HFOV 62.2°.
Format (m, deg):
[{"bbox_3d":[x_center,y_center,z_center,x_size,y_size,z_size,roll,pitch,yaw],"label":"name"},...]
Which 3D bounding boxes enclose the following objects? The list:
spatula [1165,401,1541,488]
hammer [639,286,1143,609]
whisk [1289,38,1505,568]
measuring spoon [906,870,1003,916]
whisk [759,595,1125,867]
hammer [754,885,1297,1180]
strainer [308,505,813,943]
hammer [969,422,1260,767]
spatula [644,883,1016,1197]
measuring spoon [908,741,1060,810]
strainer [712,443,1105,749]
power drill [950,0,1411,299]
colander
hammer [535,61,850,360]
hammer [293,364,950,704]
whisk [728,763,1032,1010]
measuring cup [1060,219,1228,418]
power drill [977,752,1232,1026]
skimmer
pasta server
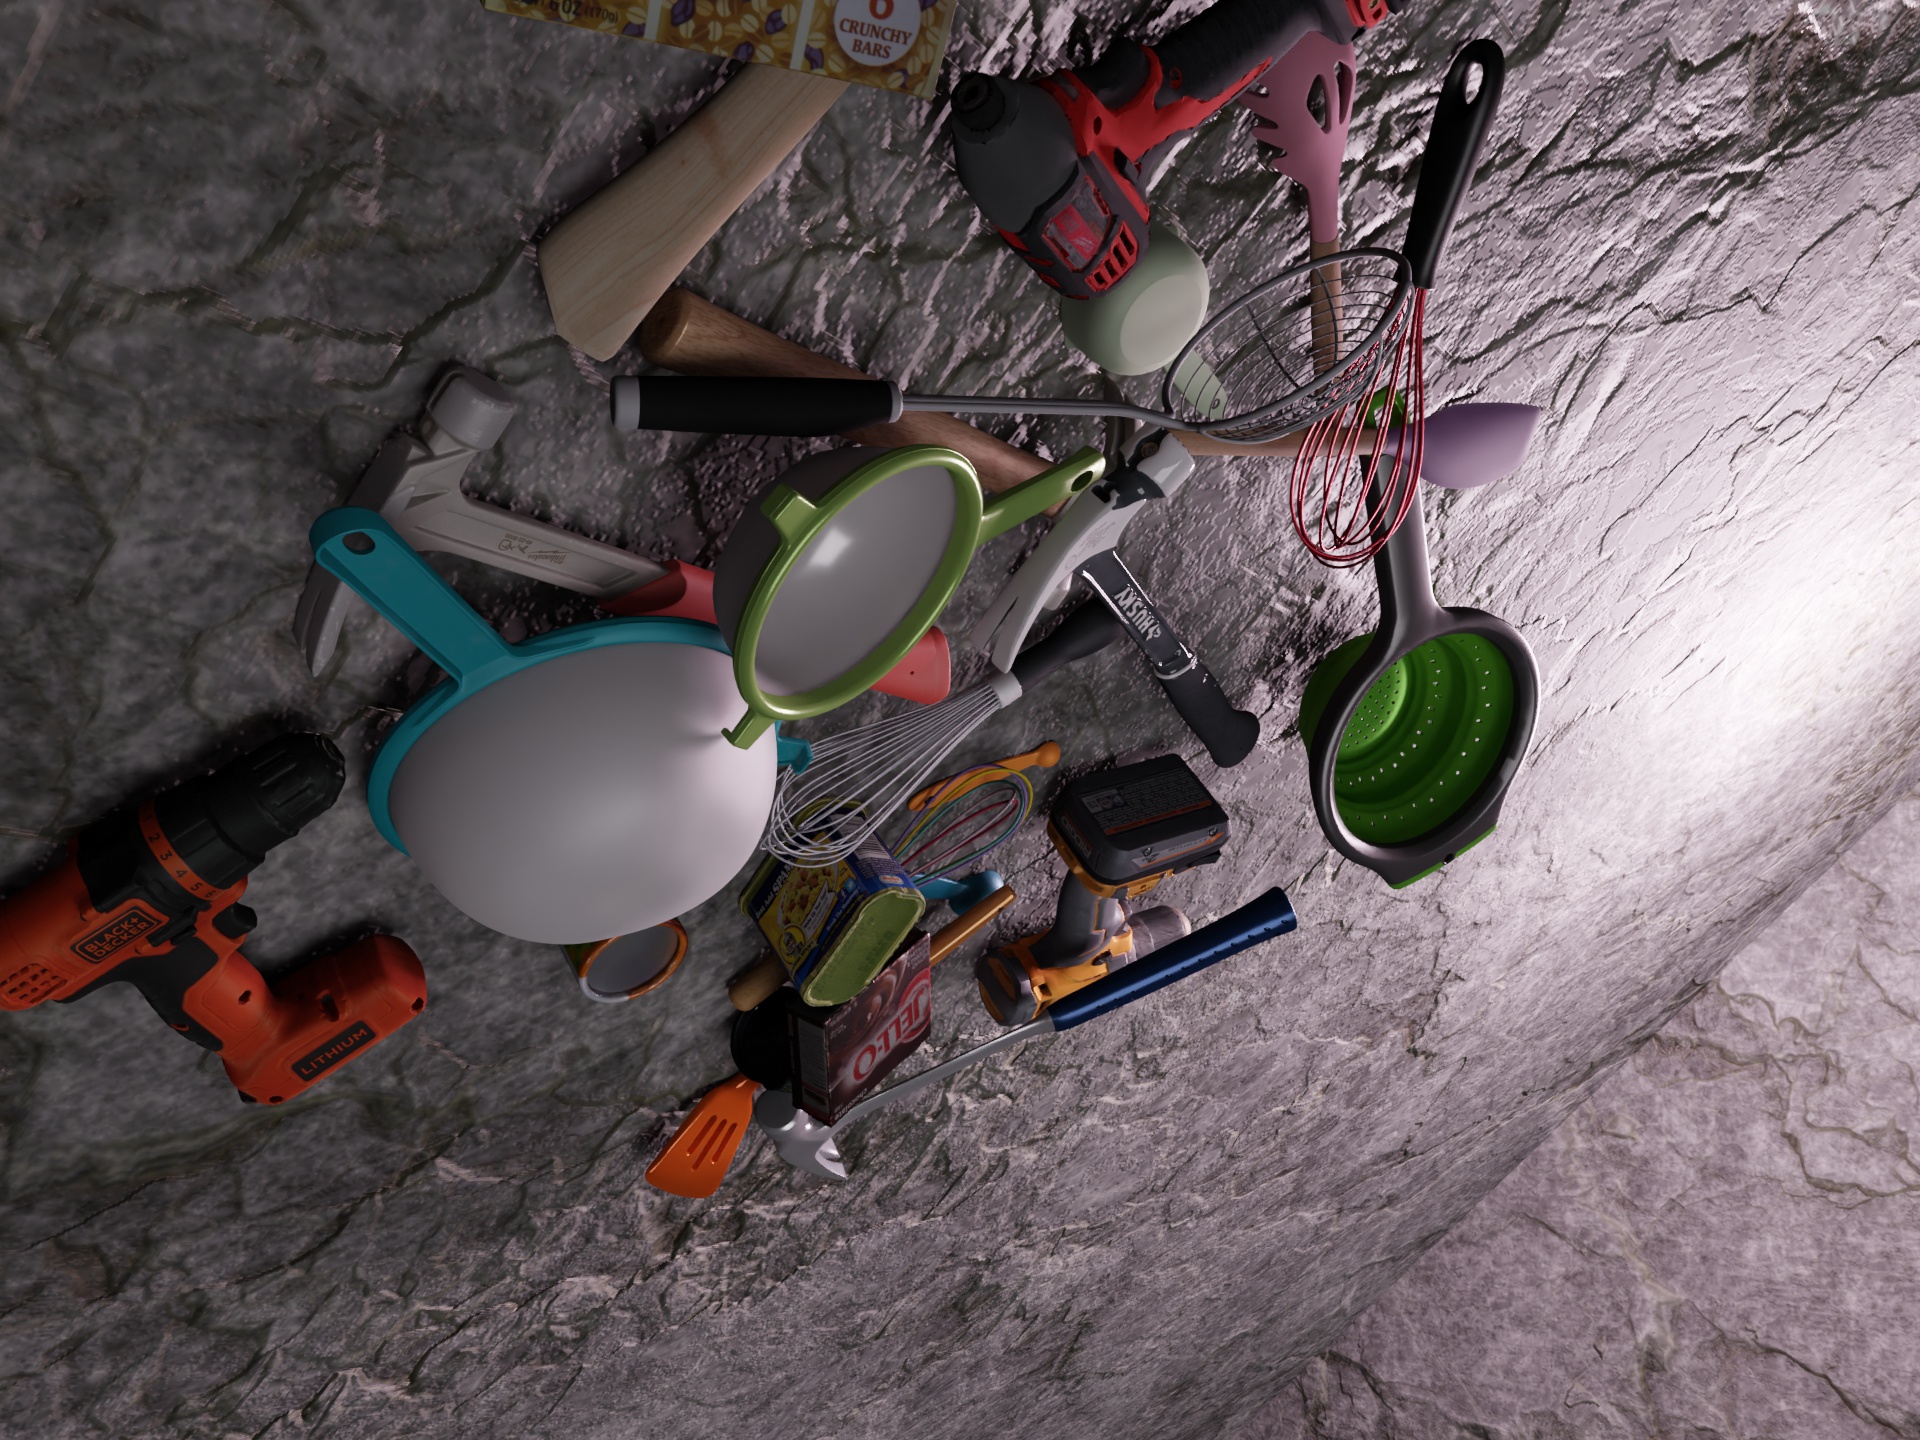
[{"bbox_3d":[0.236,-0.169,0.974,0.315,0.018,0.059,-5,122,-28],"label":"spatula"},{"bbox_3d":[-0.018,-0.146,0.799,0.331,0.031,0.130,14,120,-48],"label":"hammer"},{"bbox_3d":[0.247,-0.225,0.892,0.073,0.073,0.295,-6,118,-37],"label":"whisk"},{"bbox_3d":[-0.013,0.122,1.101,0.128,0.021,0.042,13,120,-48],"label":"measuring spoon"},{"bbox_3d":[-0.001,-0.003,0.950,0.284,0.070,0.070,-34,144,-16],"label":"whisk"},{"bbox_3d":[0.055,0.222,1.149,0.405,0.035,0.144,-24,148,-6],"label":"hammer"},{"bbox_3d":[-0.186,0.023,0.725,0.211,0.095,0.340,-26,153,0],"label":"strainer"},{"bbox_3d":[0.126,-0.037,0.992,0.149,0.036,0.408,-46,153,3],"label":"hammer"},{"bbox_3d":[-0.086,0.223,1.118,0.322,0.041,0.080,-38,143,7],"label":"spatula"},{"bbox_3d":[0.018,0.039,1.047,0.117,0.011,0.021,-20,140,-25],"label":"measuring spoon"},{"bbox_3d":[-0.029,-0.099,0.774,0.256,0.069,0.151,-32,152,-39],"label":"strainer"},{"bbox_3d":[0.092,-0.295,0.690,0.219,0.079,0.143,-44,153,12],"label":"power drill"},{"bbox_3d":[0.299,-0.064,1.135,0.204,0.095,0.396,-28,125,-14],"label":"colander"},{"bbox_3d":[-0.013,-0.296,0.613,0.410,0.038,0.146,-46,126,13],"label":"hammer"},{"bbox_3d":[-0.136,-0.051,0.793,0.358,0.037,0.149,17,117,-49],"label":"hammer"},{"bbox_3d":[-0.051,0.114,1.034,0.245,0.051,0.047,-38,148,8],"label":"whisk"},{"bbox_3d":[0.116,-0.198,0.852,0.083,0.038,0.167,-45,142,9],"label":"measuring cup"},{"bbox_3d":[0.122,0.129,1.181,0.185,0.084,0.226,-13,141,-31],"label":"power drill"},{"bbox_3d":[0.028,-0.171,0.710,0.363,0.127,0.090,-3,113,-18],"label":"skimmer"},{"bbox_3d":[0.197,-0.253,0.879,0.060,0.040,0.315,-34,148,-6],"label":"pasta server"}]
